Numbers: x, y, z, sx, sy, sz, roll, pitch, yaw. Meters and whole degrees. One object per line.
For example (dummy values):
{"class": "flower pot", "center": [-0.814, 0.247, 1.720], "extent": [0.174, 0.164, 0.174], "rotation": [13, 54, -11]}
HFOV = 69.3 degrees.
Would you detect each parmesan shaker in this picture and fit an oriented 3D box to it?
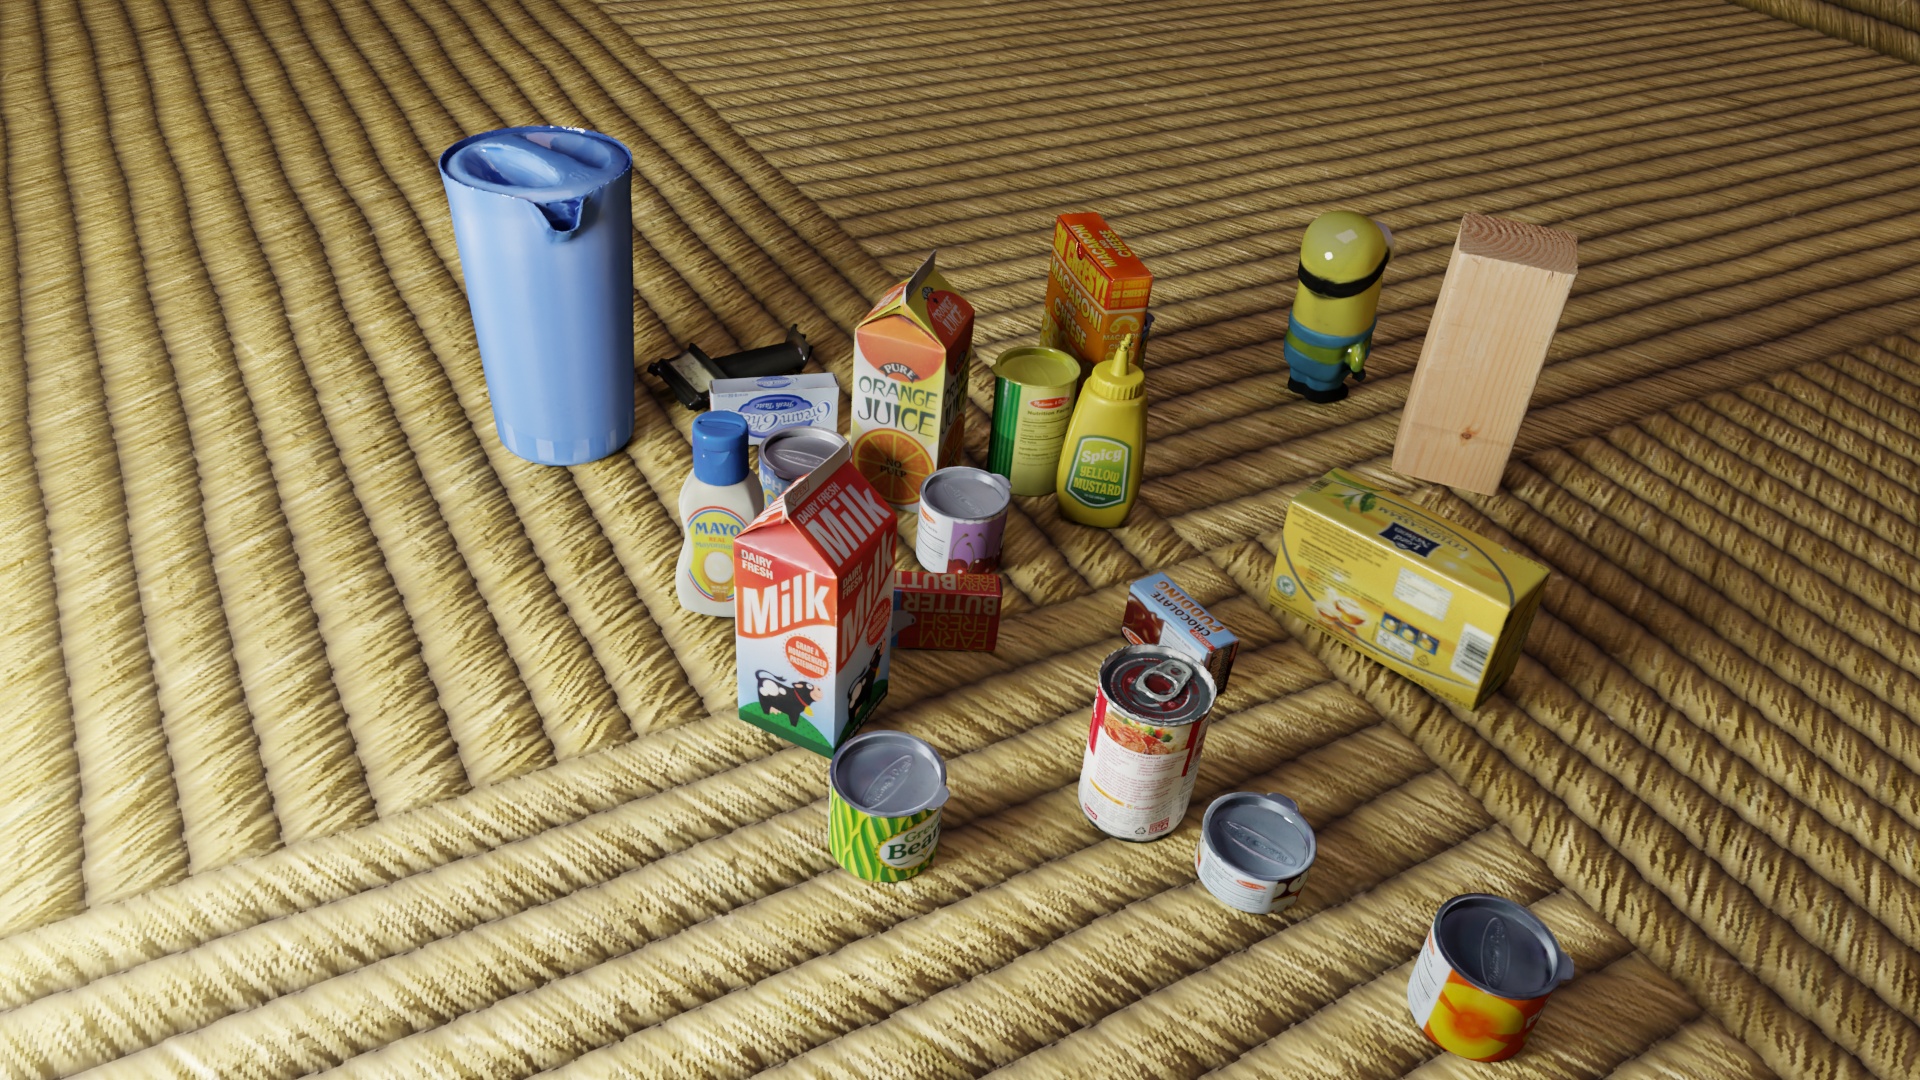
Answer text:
{"class": "parmesan shaker", "center": [0.054, -0.095, 1.106], "extent": [0.071, 0.102, 0.072], "rotation": [4, 37, -3]}

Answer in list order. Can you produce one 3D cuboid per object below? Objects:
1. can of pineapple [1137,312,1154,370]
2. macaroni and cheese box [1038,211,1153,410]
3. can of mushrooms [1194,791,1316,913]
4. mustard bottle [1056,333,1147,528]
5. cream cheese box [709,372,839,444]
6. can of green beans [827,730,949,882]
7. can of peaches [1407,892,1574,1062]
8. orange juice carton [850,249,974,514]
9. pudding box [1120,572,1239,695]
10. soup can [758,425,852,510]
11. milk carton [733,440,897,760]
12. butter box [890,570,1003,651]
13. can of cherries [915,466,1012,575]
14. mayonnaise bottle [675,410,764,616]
{"class": "can of pineapple", "center": [0.139, -0.177, 1.266], "extent": [0.071, 0.057, 0.071], "rotation": [4, 37, -3]}
{"class": "macaroni and cheese box", "center": [0.108, -0.173, 1.165], "extent": [0.040, 0.165, 0.124], "rotation": [-7, 38, -17]}
{"class": "can of mushrooms", "center": [0.173, 0.181, 0.811], "extent": [0.071, 0.033, 0.071], "rotation": [4, 37, -3]}
{"class": "mustard bottle", "center": [0.111, -0.085, 1.053], "extent": [0.065, 0.159, 0.049], "rotation": [10, 37, 6]}
{"class": "cream cheese box", "center": [-0.152, -0.107, 1.136], "extent": [0.104, 0.053, 0.024], "rotation": [-5, 38, -15]}
{"class": "can of green beans", "center": [-0.043, 0.153, 0.799], "extent": [0.071, 0.057, 0.071], "rotation": [4, 37, -3]}
{"class": "can of peaches", "center": [0.279, 0.232, 0.736], "extent": [0.071, 0.057, 0.071], "rotation": [4, 37, -3]}
{"class": "orange juice carton", "center": [-0.036, -0.120, 1.054], "extent": [0.073, 0.191, 0.072], "rotation": [15, 37, 12]}
{"class": "pudding box", "center": [0.148, 0.065, 0.949], "extent": [0.030, 0.049, 0.084], "rotation": [-18, 43, -29]}
{"class": "soup can", "center": [-0.115, -0.030, 1.013], "extent": [0.071, 0.083, 0.072], "rotation": [4, 37, -3]}
{"class": "milk carton", "center": [-0.088, 0.034, 0.842], "extent": [0.073, 0.189, 0.073], "rotation": [20, 39, 18]}
{"class": "butter box", "center": [-0.025, 0.048, 0.946], "extent": [0.103, 0.052, 0.024], "rotation": [3, 37, -4]}
{"class": "can of cherries", "center": [0.004, -0.013, 1.027], "extent": [0.071, 0.058, 0.072], "rotation": [4, 37, -3]}
{"class": "mayonnaise bottle", "center": [-0.161, -0.016, 0.934], "extent": [0.065, 0.147, 0.041], "rotation": [5, 36, -1]}
